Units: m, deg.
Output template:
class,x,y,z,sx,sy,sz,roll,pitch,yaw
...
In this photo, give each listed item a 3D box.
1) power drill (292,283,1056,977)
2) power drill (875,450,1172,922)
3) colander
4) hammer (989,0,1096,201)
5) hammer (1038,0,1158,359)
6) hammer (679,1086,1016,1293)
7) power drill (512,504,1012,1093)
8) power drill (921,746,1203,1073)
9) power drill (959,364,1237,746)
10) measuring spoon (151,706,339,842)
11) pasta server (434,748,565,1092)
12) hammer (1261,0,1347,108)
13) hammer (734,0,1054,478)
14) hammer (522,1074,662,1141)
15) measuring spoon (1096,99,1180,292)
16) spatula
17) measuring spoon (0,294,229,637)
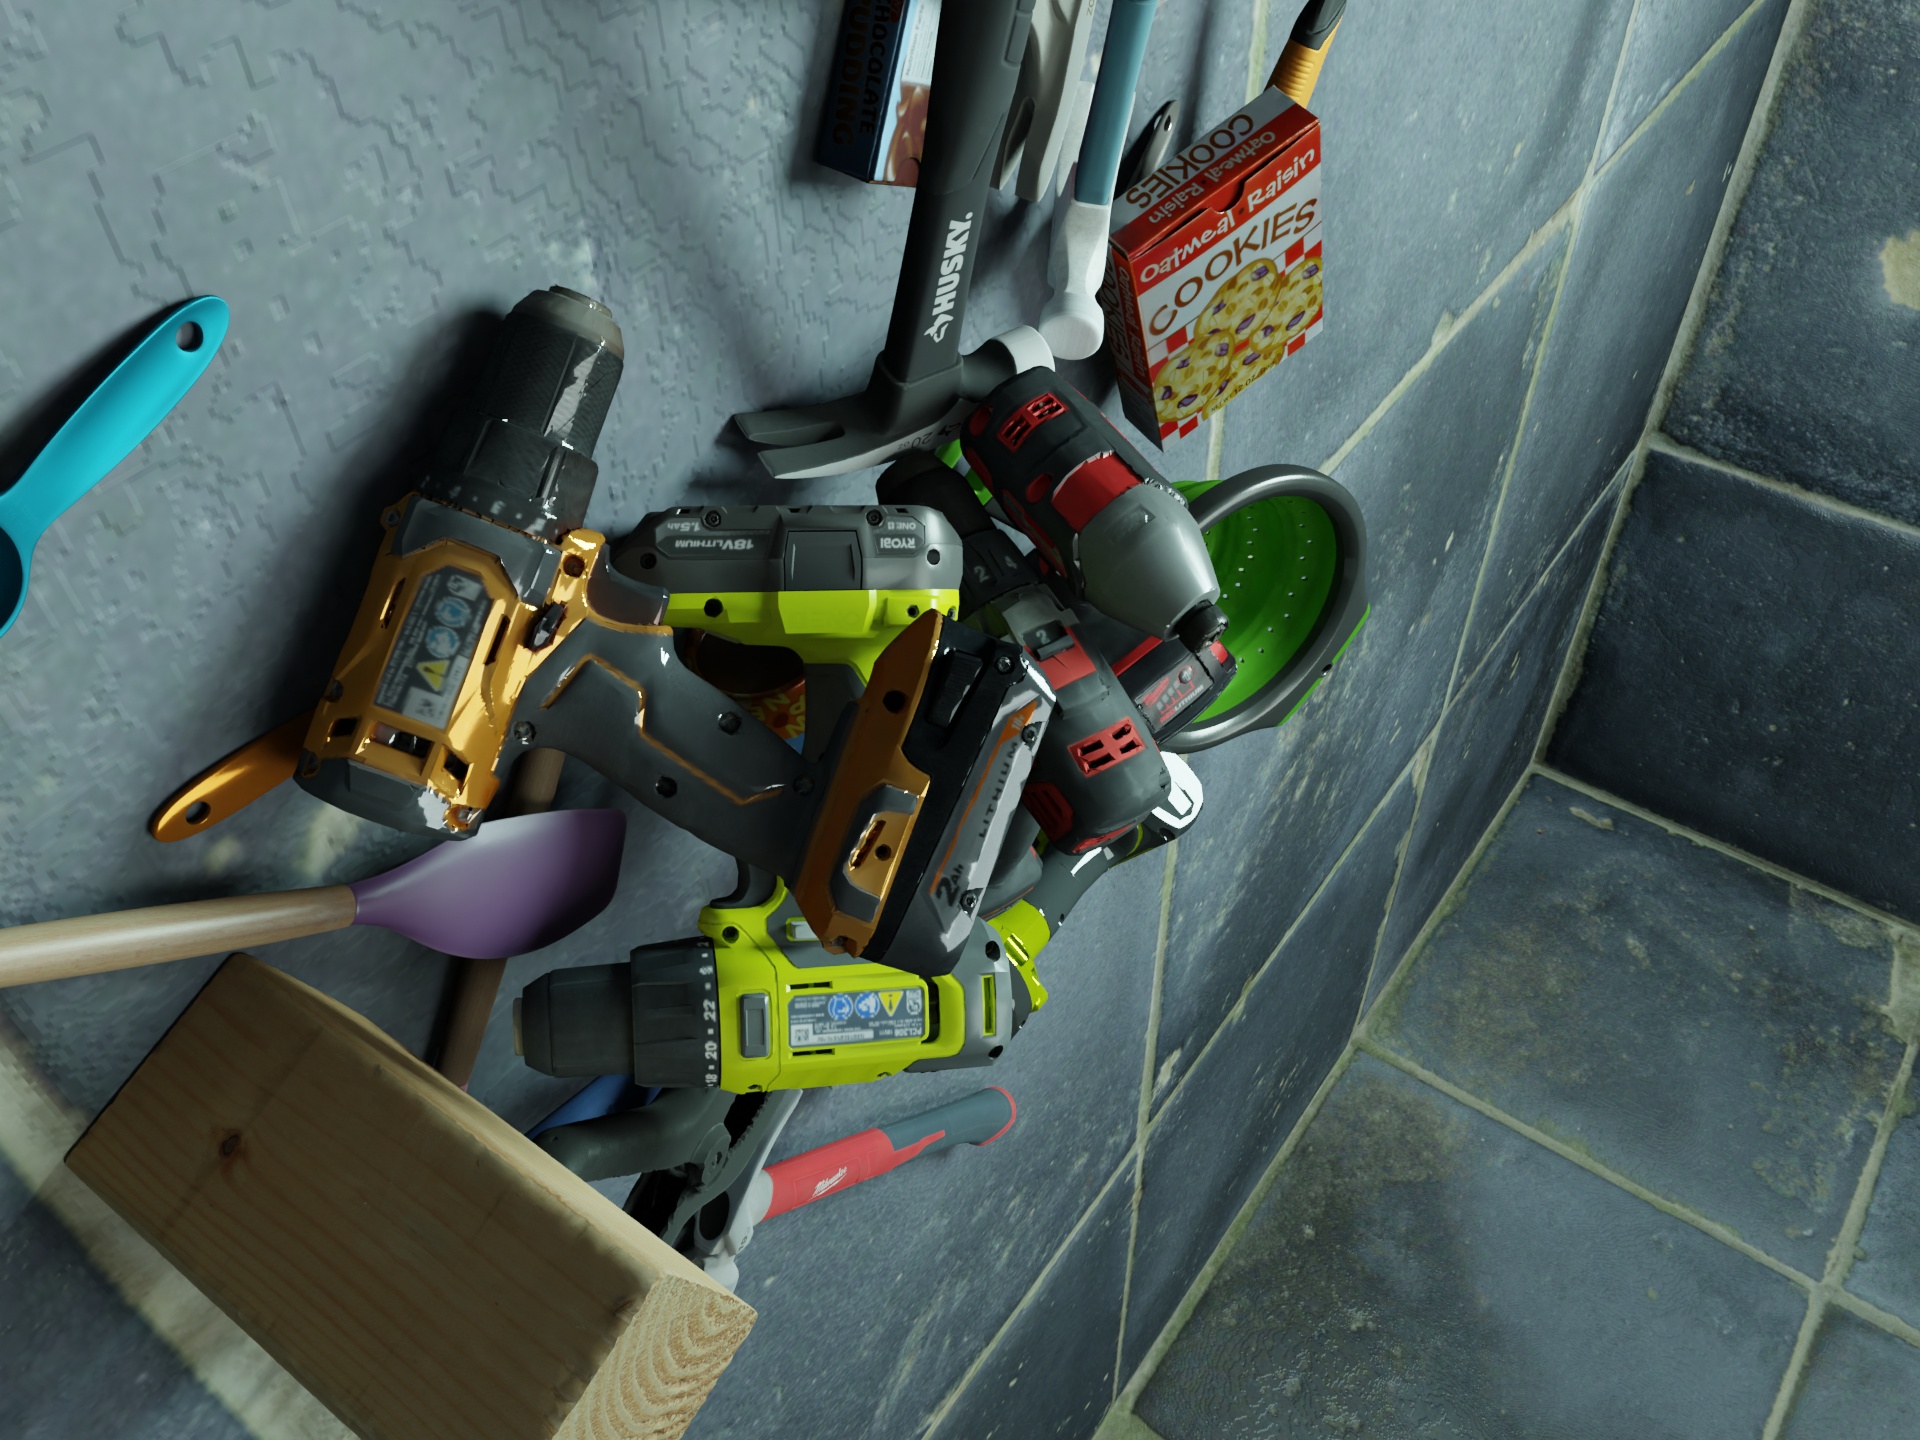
class,x,y,z,sx,sy,sz,roll,pitch,yaw
power drill,-0.085,-0.026,0.540,0.084,0.226,0.185,-171,-79,-80
power drill,-0.001,-0.002,0.749,0.080,0.188,0.226,-25,167,-25
colander,0.100,-0.106,0.960,0.396,0.095,0.204,21,109,-47
hammer,-0.069,-0.248,0.503,0.359,0.037,0.149,-19,130,-48
hammer,0.075,-0.306,0.633,0.330,0.033,0.128,103,-6,-57
hammer,-0.050,0.281,1.088,0.386,0.038,0.143,7,107,-63
power drill,-0.079,0.033,0.624,0.080,0.190,0.228,-167,-105,-77
power drill,0.039,0.116,1.004,0.223,0.080,0.171,-42,-175,-36
power drill,0.073,-0.063,0.750,0.078,0.143,0.219,-39,162,-4
measuring spoon,-0.218,0.008,0.538,0.117,0.011,0.021,-41,147,-39
pasta server,-0.199,0.128,0.661,0.060,0.040,0.316,-13,125,-66
hammer,0.184,-0.355,0.854,0.127,0.034,0.336,-45,163,-52
hammer,-0.004,-0.204,0.561,0.146,0.035,0.334,-26,159,-21
hammer,-0.137,0.163,0.761,0.405,0.035,0.144,-37,145,-55
measuring spoon,0.086,-0.280,0.841,0.124,0.018,0.034,-64,158,-15
spatula,-0.231,0.068,0.537,0.315,0.018,0.059,-3,108,-56
measuring spoon,-0.242,-0.070,0.421,0.129,0.021,0.042,-60,155,-27
